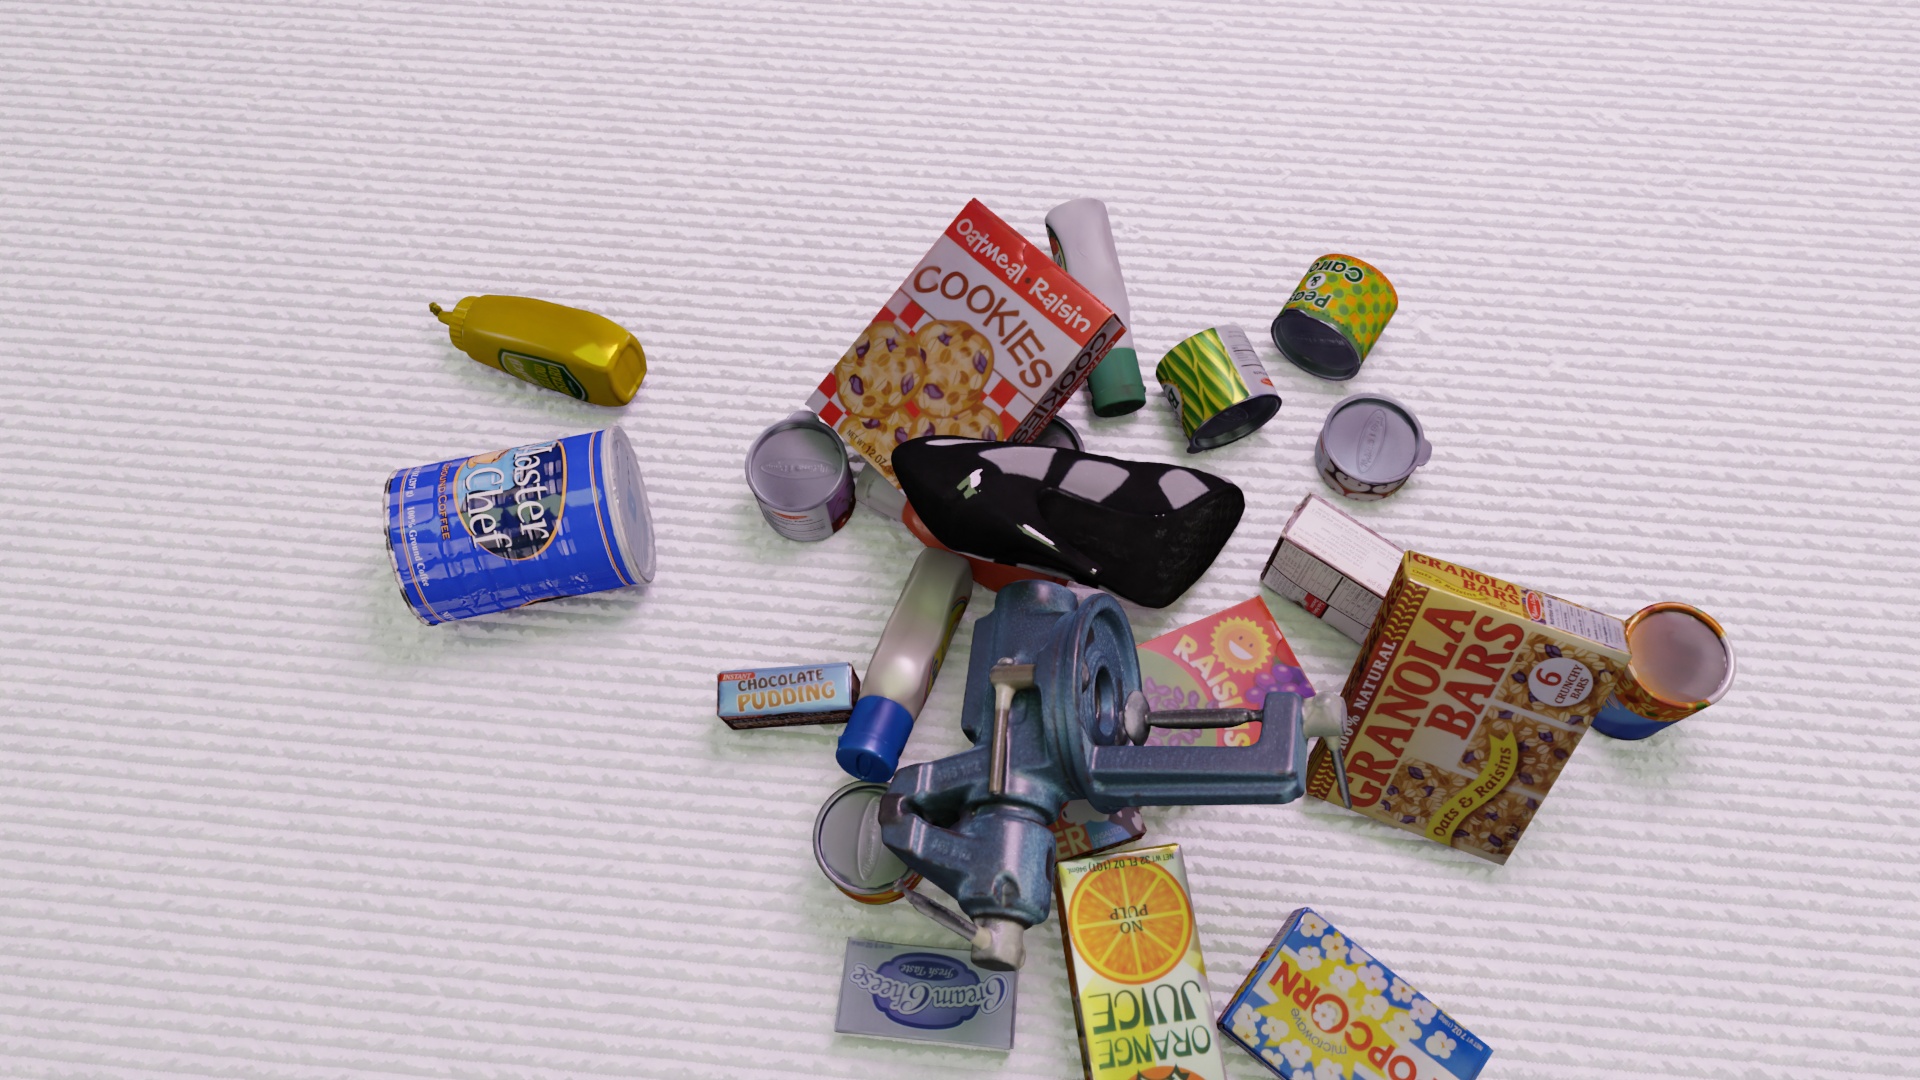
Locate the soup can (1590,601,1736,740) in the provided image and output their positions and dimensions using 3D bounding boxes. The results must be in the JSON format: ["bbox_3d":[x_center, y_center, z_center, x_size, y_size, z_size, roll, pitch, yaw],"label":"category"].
[{"bbox_3d":[0.413,0.079,0.838,0.071,0.083,0.071,-1,69,2],"label":"soup can"}]

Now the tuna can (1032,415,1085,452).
[{"bbox_3d":[0.051,-0.049,0.922,0.071,0.032,0.071,0,69,1],"label":"tuna can"}]

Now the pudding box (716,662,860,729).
[{"bbox_3d":[-0.105,0.097,0.861,0.084,0.049,0.030,-4,71,0],"label":"pudding box"}]

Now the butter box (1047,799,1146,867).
[{"bbox_3d":[0.055,0.170,0.843,0.103,0.024,0.053,-18,69,-6],"label":"butter box"}]

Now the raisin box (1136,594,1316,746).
[{"bbox_3d":[0.148,0.095,0.849,0.124,0.040,0.086,-20,68,-19],"label":"raisin box"}]

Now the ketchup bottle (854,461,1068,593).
[{"bbox_3d":[0.003,-0.011,0.896,0.149,0.064,0.044,26,28,15],"label":"ketchup bottle"}]

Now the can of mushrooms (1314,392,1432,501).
[{"bbox_3d":[0.273,-0.061,0.921,0.071,0.033,0.071,0,69,1],"label":"can of mushrooms"}]

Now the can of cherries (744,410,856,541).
[{"bbox_3d":[-0.102,-0.041,0.909,0.071,0.058,0.072,-1,69,2],"label":"can of cherries"}]

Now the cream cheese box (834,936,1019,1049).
[{"bbox_3d":[-0.019,0.264,0.809,0.104,0.024,0.053,5,70,3],"label":"cream cheese box"}]

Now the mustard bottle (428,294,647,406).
[{"bbox_3d":[-0.296,-0.136,0.950,0.160,0.065,0.049,16,65,13],"label":"mustard bottle"}]

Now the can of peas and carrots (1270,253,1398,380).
[{"bbox_3d":[0.251,-0.152,0.937,0.071,0.070,0.059,32,73,12],"label":"can of peas and carrots"}]

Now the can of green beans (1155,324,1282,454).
[{"bbox_3d":[0.170,-0.101,0.922,0.071,0.071,0.058,-21,70,-6],"label":"can of green beans"}]

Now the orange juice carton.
[{"bbox_3d":[0.102,0.273,0.777,0.072,0.072,0.193,-8,70,-2],"label":"orange juice carton"}]

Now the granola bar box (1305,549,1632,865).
[{"bbox_3d":[0.285,0.097,0.797,0.124,0.164,0.039,19,34,8],"label":"granola bar box"}]

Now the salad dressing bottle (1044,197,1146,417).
[{"bbox_3d":[0.094,-0.159,0.951,0.044,0.064,0.148,-13,77,5],"label":"salad dressing bottle"}]

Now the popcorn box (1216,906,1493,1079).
[{"bbox_3d":[0.221,0.282,0.789,0.127,0.038,0.085,37,73,14],"label":"popcorn box"}]

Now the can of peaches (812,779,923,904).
[{"bbox_3d":[-0.049,0.180,0.824,0.071,0.058,0.071,0,69,1],"label":"can of peaches"}]

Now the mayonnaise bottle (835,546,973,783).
[{"bbox_3d":[-0.033,0.076,0.839,0.041,0.064,0.149,17,51,7],"label":"mayonnaise bottle"}]

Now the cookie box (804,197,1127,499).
[{"bbox_3d":[0.002,-0.108,0.860,0.123,0.040,0.167,43,98,19],"label":"cookie box"}]
